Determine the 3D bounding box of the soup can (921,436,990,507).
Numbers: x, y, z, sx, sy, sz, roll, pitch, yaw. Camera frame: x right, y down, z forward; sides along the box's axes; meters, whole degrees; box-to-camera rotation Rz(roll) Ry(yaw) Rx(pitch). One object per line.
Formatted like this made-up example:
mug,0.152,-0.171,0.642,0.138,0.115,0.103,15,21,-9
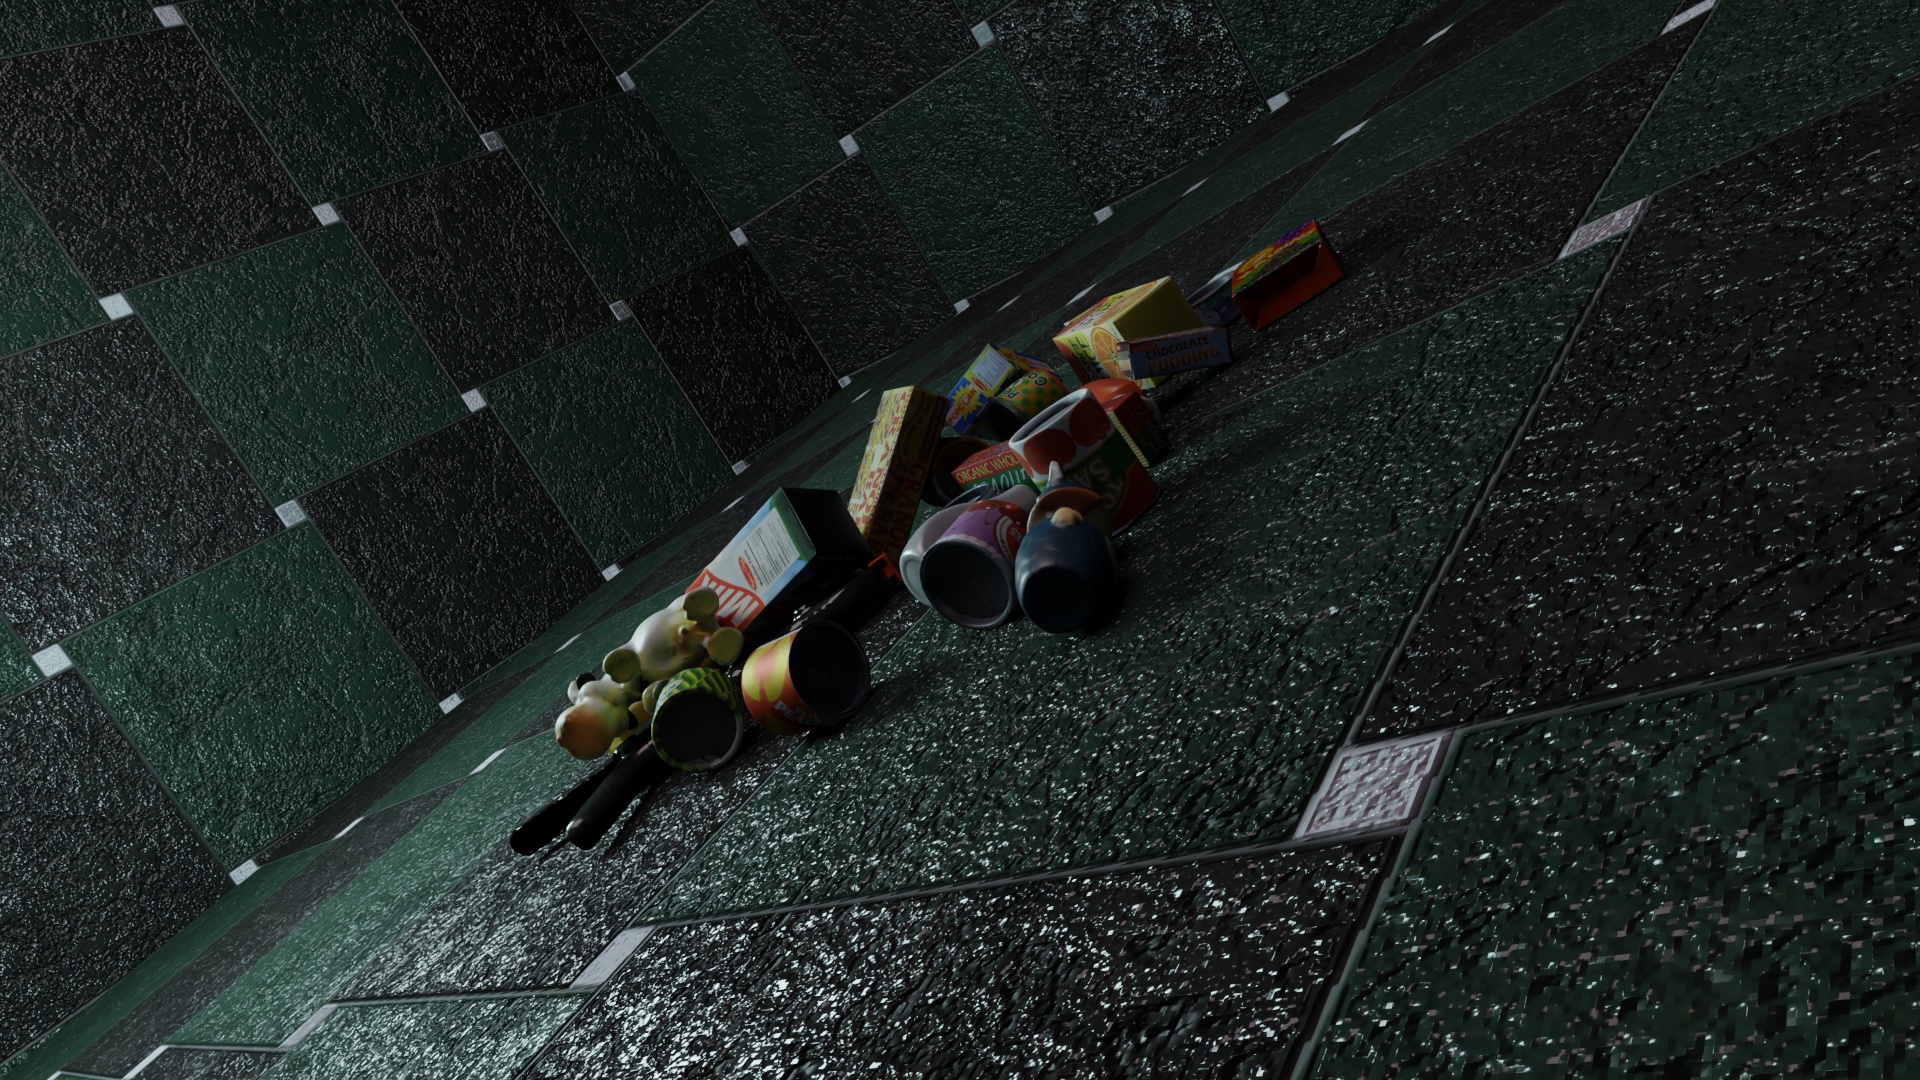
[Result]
soup can,-0.004,-0.065,1.270,0.071,0.071,0.084,-38,12,-11

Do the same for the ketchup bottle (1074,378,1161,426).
ketchup bottle,0.123,-0.101,1.104,0.065,0.043,0.149,-29,11,-2

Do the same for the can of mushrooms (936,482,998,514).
can of mushrooms,0.004,-0.014,1.128,0.071,0.033,0.071,-34,12,8

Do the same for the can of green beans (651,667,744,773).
can of green beans,-0.194,0.133,1.028,0.071,0.071,0.058,-36,11,-2

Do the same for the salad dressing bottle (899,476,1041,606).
salad dressing bottle,0.024,-0.007,0.984,0.148,0.064,0.043,-34,-11,-34

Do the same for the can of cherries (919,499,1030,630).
can of cherries,0.018,0.014,0.890,0.071,0.071,0.059,-27,13,38

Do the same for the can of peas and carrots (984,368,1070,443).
can of peas and carrots,0.064,-0.119,1.283,0.059,0.071,0.071,-40,12,-21

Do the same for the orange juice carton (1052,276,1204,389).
orange juice carton,0.149,-0.185,1.296,0.073,0.071,0.192,-38,12,-12

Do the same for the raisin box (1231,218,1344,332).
raisin box,0.275,-0.227,1.180,0.086,0.040,0.124,-33,11,21

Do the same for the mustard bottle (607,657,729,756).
mustard bottle,-0.257,0.133,1.258,0.065,0.048,0.161,-20,20,50

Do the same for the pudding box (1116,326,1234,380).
pudding box,0.172,-0.152,1.121,0.084,0.030,0.050,-10,11,-4

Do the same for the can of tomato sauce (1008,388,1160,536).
can of tomato sauce,0.080,-0.047,0.910,0.071,0.083,0.071,-35,11,8

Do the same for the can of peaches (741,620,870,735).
can of peaches,-0.103,0.095,0.924,0.058,0.071,0.071,-25,15,44

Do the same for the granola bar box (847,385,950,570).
granola bar box,-0.063,-0.054,1.256,0.124,0.039,0.165,-169,97,-74

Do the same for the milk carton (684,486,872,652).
milk carton,-0.171,0.041,1.207,0.189,0.073,0.072,-44,-26,28

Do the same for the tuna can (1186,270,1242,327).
tuna can,0.232,-0.215,1.273,0.071,0.033,0.071,-34,11,8

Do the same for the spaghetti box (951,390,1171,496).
spaghetti box,0.071,-0.063,1.086,0.029,0.050,0.249,-41,12,-27

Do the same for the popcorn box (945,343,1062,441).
popcorn box,0.040,-0.141,1.348,0.085,0.038,0.127,-51,-20,17
